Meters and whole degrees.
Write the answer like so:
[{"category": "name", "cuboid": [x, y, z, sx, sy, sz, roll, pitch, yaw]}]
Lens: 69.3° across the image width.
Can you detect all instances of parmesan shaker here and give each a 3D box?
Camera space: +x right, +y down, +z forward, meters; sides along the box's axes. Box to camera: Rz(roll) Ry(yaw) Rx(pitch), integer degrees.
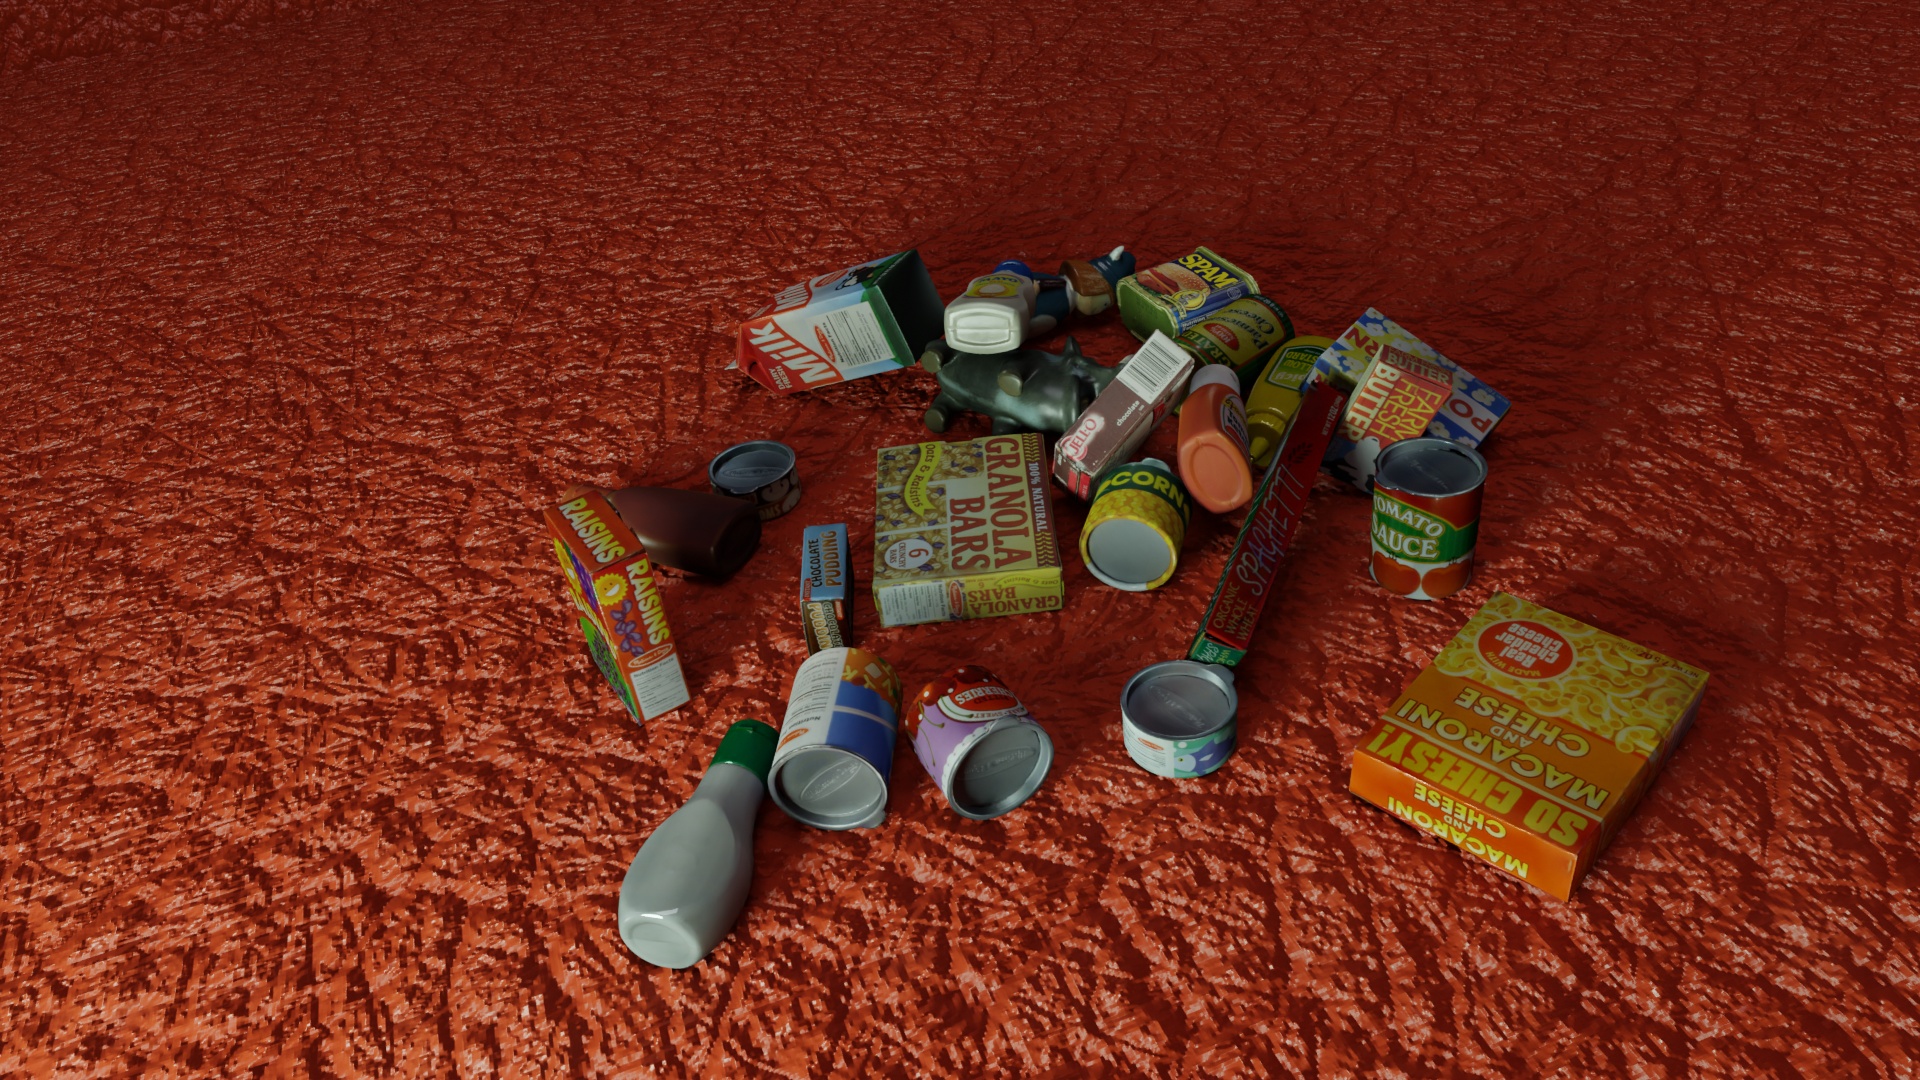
[{"category": "parmesan shaker", "cuboid": [0.205, -0.147, 1.093, 0.103, 0.071, 0.071, -33, 43, -31]}]

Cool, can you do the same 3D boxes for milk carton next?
[{"category": "milk carton", "cuboid": [-0.111, -0.177, 1.159, 0.190, 0.073, 0.073, -8, 30, 35]}]

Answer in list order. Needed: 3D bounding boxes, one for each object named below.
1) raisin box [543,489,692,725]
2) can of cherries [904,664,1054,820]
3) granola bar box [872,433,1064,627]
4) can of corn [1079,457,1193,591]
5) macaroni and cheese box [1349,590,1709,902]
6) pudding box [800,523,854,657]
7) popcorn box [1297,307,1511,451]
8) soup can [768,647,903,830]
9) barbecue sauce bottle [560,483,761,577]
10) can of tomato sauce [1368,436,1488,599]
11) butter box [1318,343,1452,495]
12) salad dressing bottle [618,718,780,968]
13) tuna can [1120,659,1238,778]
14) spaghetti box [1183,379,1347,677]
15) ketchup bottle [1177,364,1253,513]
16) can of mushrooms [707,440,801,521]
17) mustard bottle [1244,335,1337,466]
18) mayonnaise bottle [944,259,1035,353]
[{"category": "raisin box", "cuboid": [-0.212, 0.041, 0.864, 0.040, 0.122, 0.086, -25, 39, -22]}, {"category": "can of cherries", "cuboid": [0.010, 0.110, 0.776, 0.072, 0.071, 0.058, -21, 38, -18]}, {"category": "granola bar box", "cuboid": [0.003, -0.012, 0.970, 0.124, 0.038, 0.166, -6, 36, 2]}, {"category": "can of corn", "cuboid": [0.117, -0.011, 0.921, 0.071, 0.070, 0.058, 6, 39, 17]}, {"category": "macaroni and cheese box", "cuboid": [0.310, 0.106, 0.756, 0.124, 0.040, 0.167, 26, 47, 36]}, {"category": "pudding box", "cuboid": [-0.088, 0.032, 0.918, 0.030, 0.049, 0.084, -5, 36, 0]}, {"category": "popcorn box", "cuboid": [0.321, -0.104, 1.001, 0.127, 0.038, 0.085, 38, 53, 15]}, {"category": "soup can", "cuboid": [-0.067, 0.114, 0.793, 0.071, 0.071, 0.084, -2, 36, 7]}, {"category": "barbecue sauce bottle", "cuboid": [-0.221, -0.013, 1.007, 0.148, 0.043, 0.065, 11, 40, 24]}, {"category": "can of tomato sauce", "cuboid": [0.294, -0.013, 0.883, 0.071, 0.082, 0.071, -5, 36, 4]}, {"category": "butter box", "cuboid": [0.288, -0.080, 0.949, 0.053, 0.103, 0.024, 24, 42, 4]}, {"category": "salad dressing bottle", "cuboid": [-0.136, 0.160, 0.758, 0.064, 0.043, 0.148, 2, 36, 15]}, {"category": "tuna can", "cuboid": [0.128, 0.101, 0.799, 0.071, 0.032, 0.071, -5, 36, 4]}, {"category": "spaghetti box", "cuboid": [0.197, -0.008, 0.894, 0.029, 0.049, 0.251, 26, 51, 7]}, {"category": "ketchup bottle", "cuboid": [0.177, -0.079, 0.968, 0.043, 0.064, 0.149, -23, 23, 21]}, {"category": "can of mushrooms", "cuboid": [-0.155, -0.043, 1.045, 0.071, 0.033, 0.071, -4, 36, 3]}, {"category": "mustard bottle", "cuboid": [0.244, -0.097, 1.034, 0.065, 0.048, 0.161, 18, 44, 26]}, {"category": "mayonnaise bottle", "cuboid": [0.030, -0.188, 1.101, 0.065, 0.041, 0.149, 2, 25, 11]}]
